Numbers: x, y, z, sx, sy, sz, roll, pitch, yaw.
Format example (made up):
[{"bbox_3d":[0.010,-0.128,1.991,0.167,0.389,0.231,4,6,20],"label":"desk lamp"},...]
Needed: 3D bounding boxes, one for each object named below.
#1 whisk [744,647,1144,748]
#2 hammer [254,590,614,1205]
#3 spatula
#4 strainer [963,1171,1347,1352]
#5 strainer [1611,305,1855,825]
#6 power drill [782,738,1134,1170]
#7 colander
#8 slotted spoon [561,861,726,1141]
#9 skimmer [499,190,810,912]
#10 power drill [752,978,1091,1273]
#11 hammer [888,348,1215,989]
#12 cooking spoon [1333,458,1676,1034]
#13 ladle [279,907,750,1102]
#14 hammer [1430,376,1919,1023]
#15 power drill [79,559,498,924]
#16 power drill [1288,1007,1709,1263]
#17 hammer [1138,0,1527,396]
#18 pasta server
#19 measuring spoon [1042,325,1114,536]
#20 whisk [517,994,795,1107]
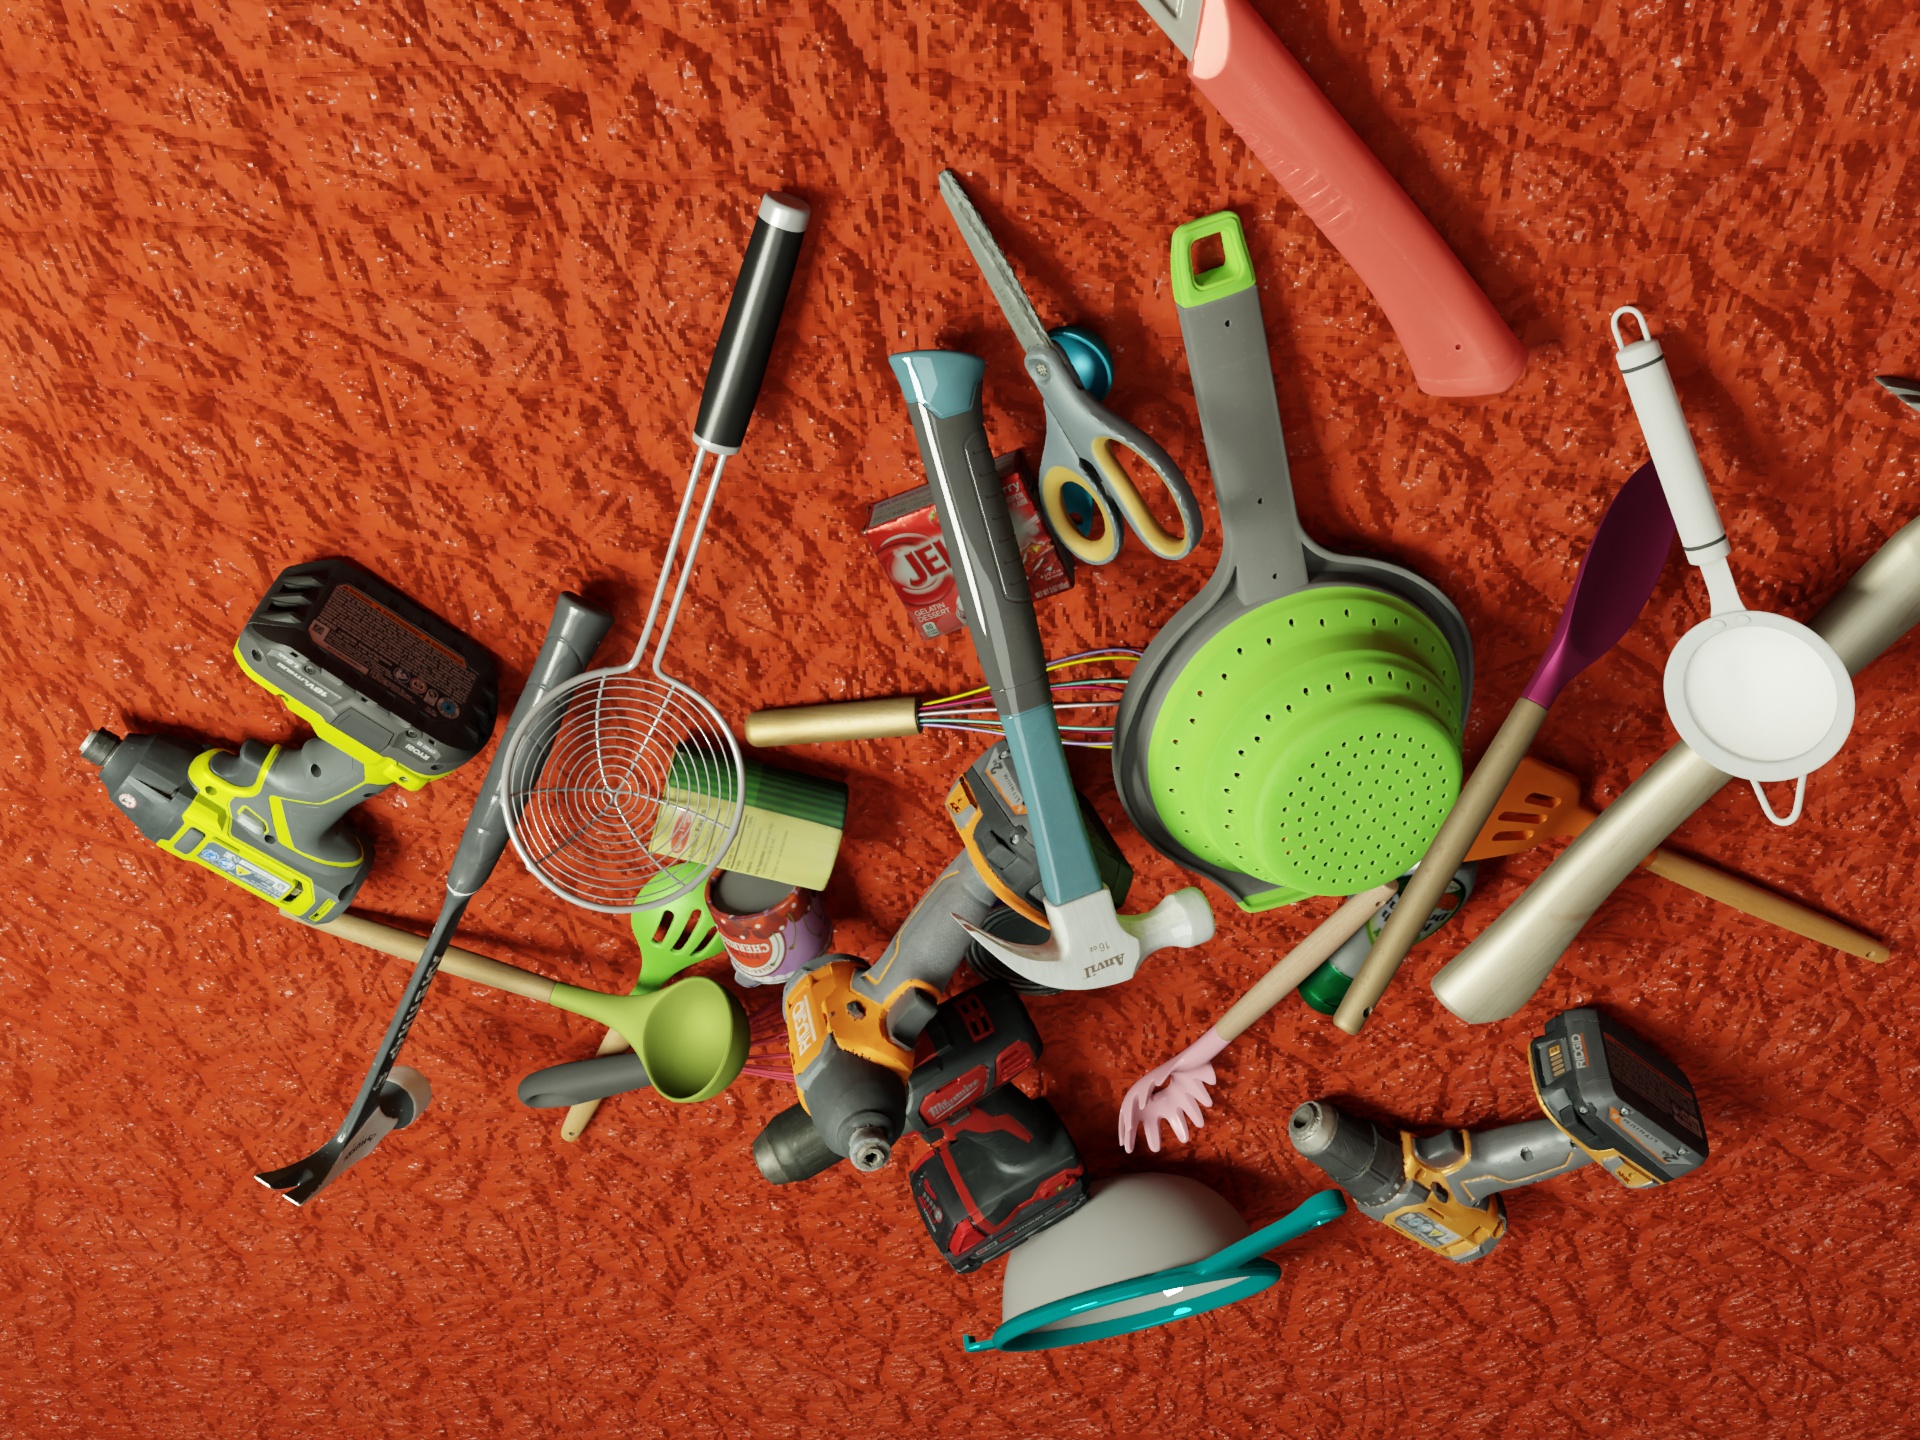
[{"bbox_3d":[-0.001,-0.001,0.881,0.245,0.051,0.047,-5,136,11],"label":"whisk"},{"bbox_3d":[-0.290,0.104,0.903,0.036,0.149,0.409,30,110,3],"label":"hammer"},{"bbox_3d":[0.426,0.094,0.934,0.322,0.041,0.081,21,121,-15],"label":"spatula"},{"bbox_3d":[0.145,0.349,1.102,0.211,0.095,0.340,3,147,-29],"label":"strainer"},{"bbox_3d":[0.358,-0.075,0.751,0.087,0.050,0.258,-11,108,50],"label":"strainer"},{"bbox_3d":[-0.010,0.135,0.881,0.084,0.164,0.226,36,101,-23],"label":"power drill"},{"bbox_3d":[0.166,-0.044,0.774,0.204,0.095,0.396,-20,122,-2],"label":"colander"},{"bbox_3d":[-0.222,0.203,1.077,0.070,0.031,0.313,19,130,-17],"label":"slotted spoon"},{"bbox_3d":[-0.131,-0.069,0.771,0.127,0.090,0.363,11,122,-20],"label":"skimmer"},{"bbox_3d":[-0.018,0.274,1.031,0.188,0.080,0.226,-29,138,-5],"label":"power drill"},{"bbox_3d":[0.029,-0.020,0.776,0.128,0.033,0.331,-19,105,-14],"label":"hammer"},{"bbox_3d":[0.268,0.014,0.779,0.068,0.017,0.319,30,90,-41],"label":"cooking spoon"},{"bbox_3d":[-0.285,0.164,1.004,0.320,0.078,0.062,17,171,4],"label":"ladle"},{"bbox_3d":[0.389,0.014,0.838,0.146,0.038,0.410,28,118,-17],"label":"hammer"},{"bbox_3d":[-0.380,0.016,0.897,0.171,0.080,0.223,37,126,-25],"label":"power drill"},{"bbox_3d":[0.353,0.278,1.073,0.185,0.084,0.226,34,129,-21],"label":"power drill"},{"bbox_3d":[0.129,-0.265,0.649,0.149,0.037,0.358,-40,119,23],"label":"hammer"},{"bbox_3d":[0.185,0.192,1.012,0.060,0.040,0.316,5,141,-26],"label":"pasta server"},{"bbox_3d":[0.058,-0.141,0.778,0.042,0.021,0.128,17,143,19],"label":"measuring spoon"},{"bbox_3d":[-0.159,0.221,1.053,0.296,0.073,0.073,-14,128,11],"label":"whisk"}]
